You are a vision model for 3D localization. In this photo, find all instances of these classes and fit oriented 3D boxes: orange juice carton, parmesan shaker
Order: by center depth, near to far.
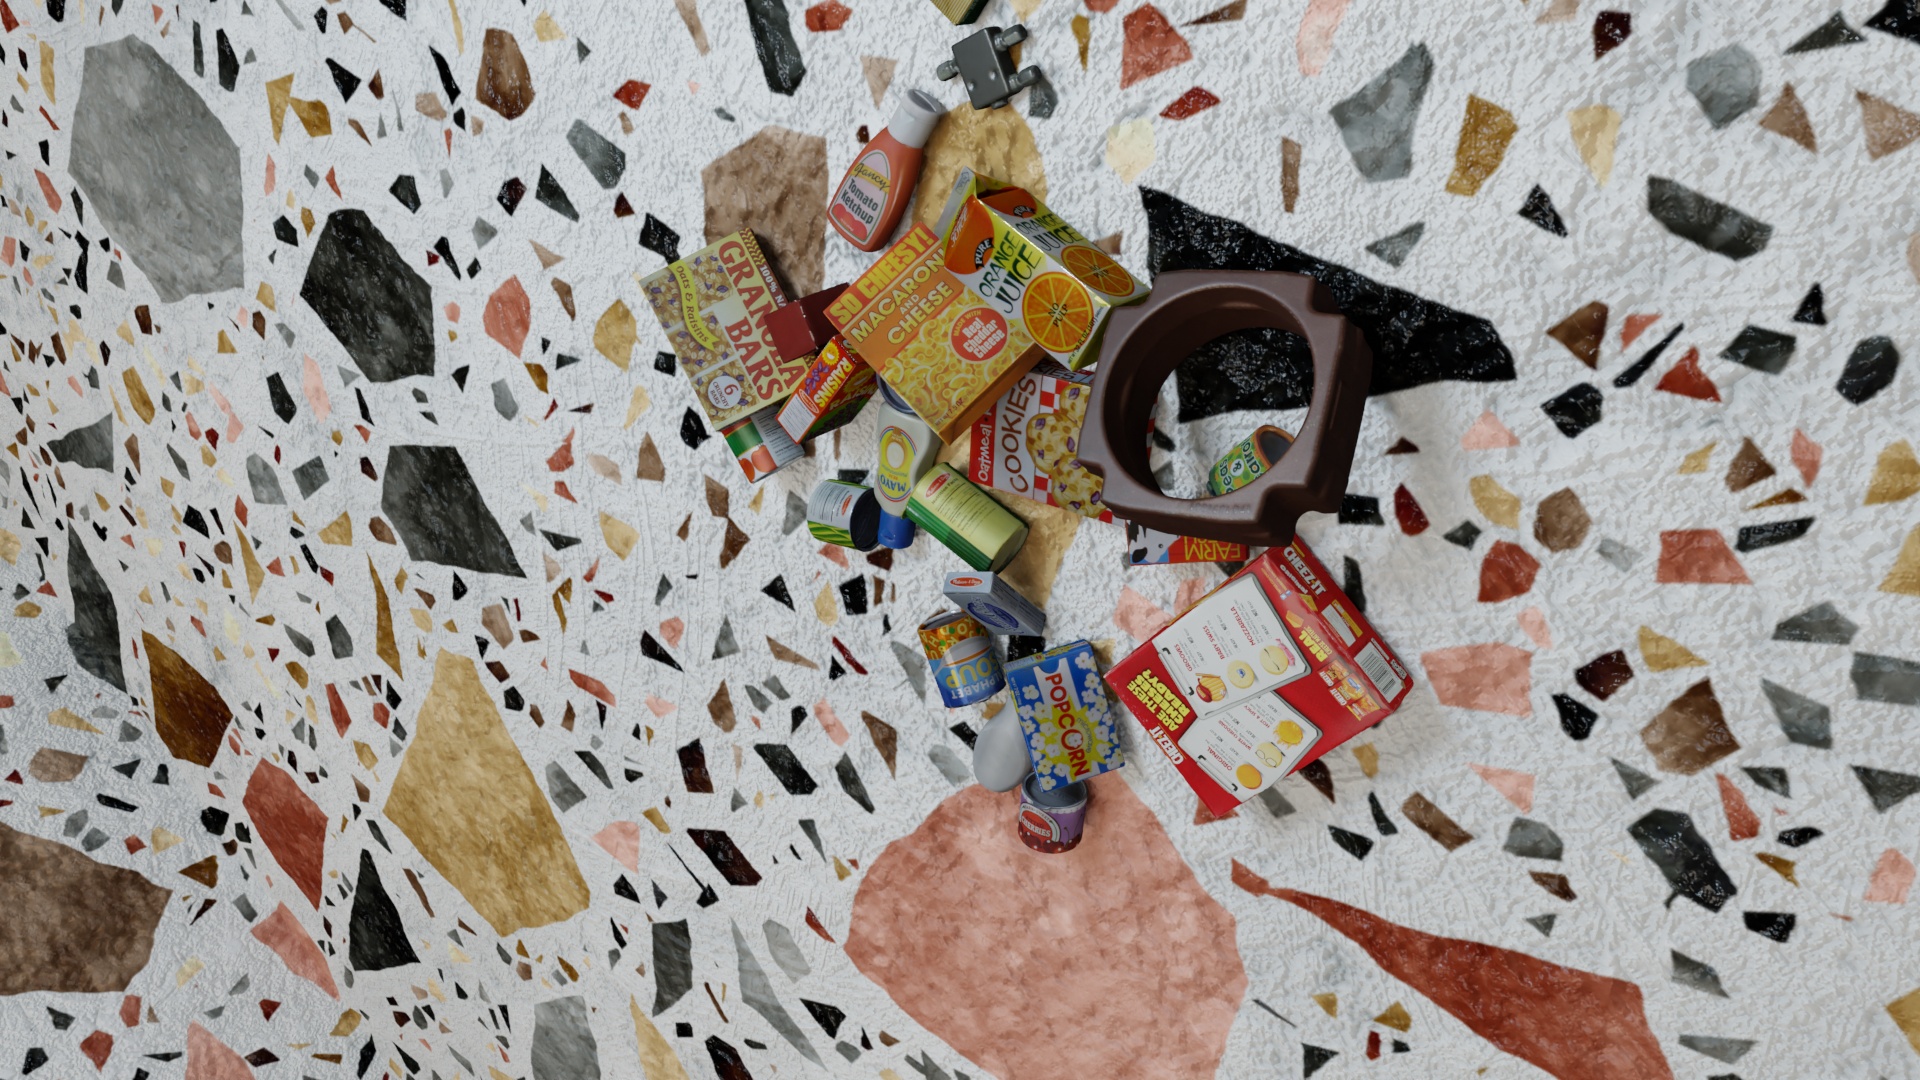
[{"bbox_3d":[0.058,-0.235,1.183,0.193,0.073,0.071,42,128,15],"label":"orange juice carton"},{"bbox_3d":[0.005,-0.017,1.318,0.103,0.071,0.071,38,127,16],"label":"parmesan shaker"}]

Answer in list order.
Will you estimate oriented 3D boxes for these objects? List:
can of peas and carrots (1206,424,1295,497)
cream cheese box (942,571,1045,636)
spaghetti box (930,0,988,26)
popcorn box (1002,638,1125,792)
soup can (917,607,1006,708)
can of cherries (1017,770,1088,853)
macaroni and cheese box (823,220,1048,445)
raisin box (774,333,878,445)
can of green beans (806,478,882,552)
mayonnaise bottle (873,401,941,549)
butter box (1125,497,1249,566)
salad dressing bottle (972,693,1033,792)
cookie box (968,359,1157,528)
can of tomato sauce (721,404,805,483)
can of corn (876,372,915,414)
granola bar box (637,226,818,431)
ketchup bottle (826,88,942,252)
[{"bbox_3d":[0.244,-0.053,1.129,0.071,0.071,0.058,51,129,7],"label":"can of peas and carrots"},{"bbox_3d":[0.033,0.061,1.319,0.053,0.103,0.024,-1,64,35],"label":"cream cheese box"},{"bbox_3d":[0.052,-0.522,1.094,0.050,0.029,0.248,49,129,9],"label":"spaghetti box"},{"bbox_3d":[0.098,0.166,1.321,0.085,0.038,0.126,-17,101,-2],"label":"popcorn box"},{"bbox_3d":[0.002,0.116,1.377,0.071,0.072,0.083,-13,101,39],"label":"soup can"},{"bbox_3d":[0.089,0.269,1.378,0.071,0.072,0.058,20,120,28],"label":"can of cherries"},{"bbox_3d":[-0.023,-0.184,1.229,0.124,0.040,0.167,-43,68,1],"label":"macaroni and cheese box"},{"bbox_3d":[-0.113,-0.152,1.335,0.040,0.086,0.122,51,130,9],"label":"raisin box"},{"bbox_3d":[-0.113,-0.026,1.402,0.058,0.071,0.071,13,116,32],"label":"can of green beans"},{"bbox_3d":[-0.056,-0.063,1.360,0.065,0.041,0.147,23,121,25],"label":"mayonnaise bottle"},{"bbox_3d":[0.194,-0.008,1.190,0.103,0.024,0.053,-3,109,12],"label":"butter box"},{"bbox_3d":[0.056,0.185,1.386,0.064,0.044,0.146,34,124,22],"label":"salad dressing bottle"},{"bbox_3d":[0.088,-0.094,1.244,0.167,0.040,0.122,19,119,29],"label":"cookie box"},{"bbox_3d":[-0.210,-0.109,1.437,0.071,0.071,0.083,-27,93,40],"label":"can of tomato sauce"},{"bbox_3d":[-0.033,-0.155,1.293,0.071,0.058,0.071,15,117,31],"label":"can of corn"},{"bbox_3d":[-0.224,-0.208,1.378,0.124,0.039,0.165,-27,93,-2],"label":"granola bar box"},{"bbox_3d":[-0.065,-0.334,1.250,0.065,0.044,0.148,45,128,12],"label":"ketchup bottle"}]
